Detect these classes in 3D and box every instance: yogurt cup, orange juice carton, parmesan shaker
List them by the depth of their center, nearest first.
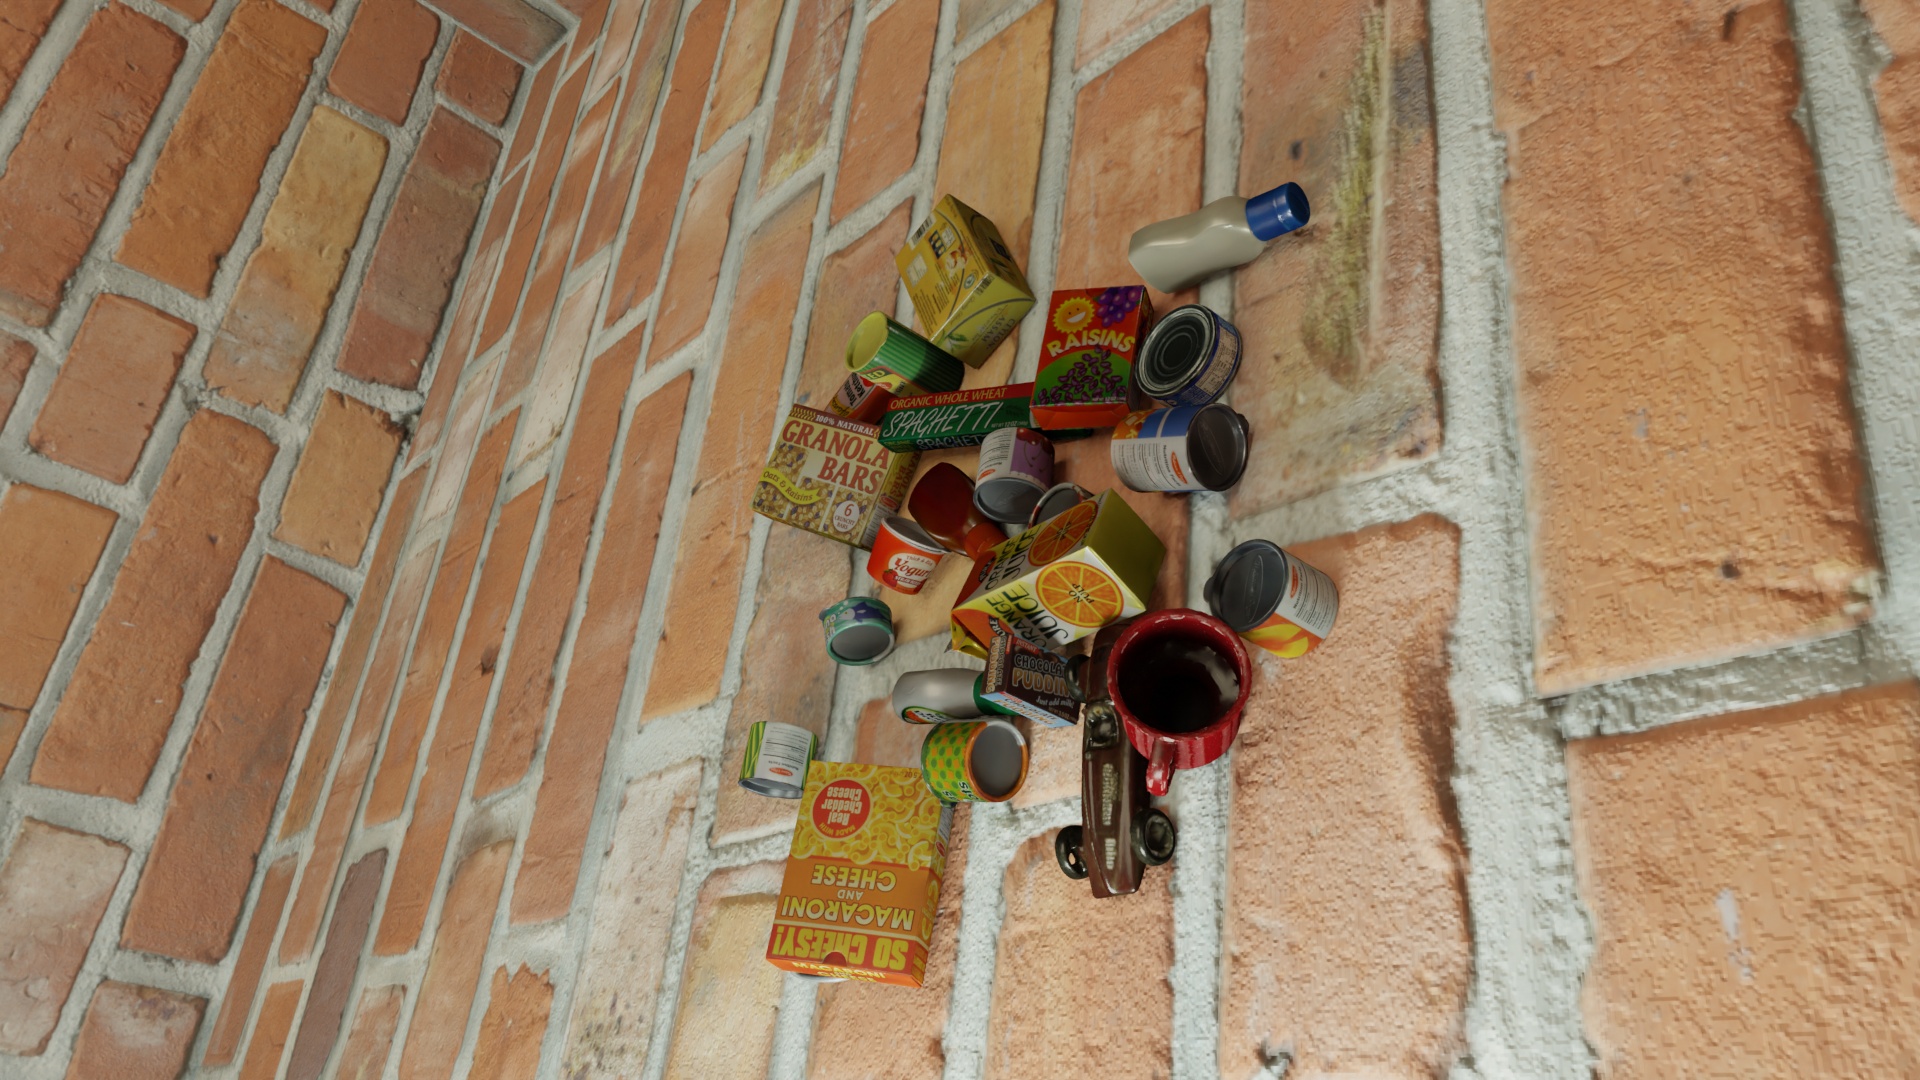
[{"bbox_3d":[0.063,0.038,1.101,0.192,0.073,0.072,-27,25,40],"label":"orange juice carton"},{"bbox_3d":[-0.053,0.015,1.296,0.053,0.072,0.072,-64,33,14],"label":"yogurt cup"},{"bbox_3d":[-0.054,-0.177,1.391,0.071,0.103,0.071,-32,45,38],"label":"parmesan shaker"}]

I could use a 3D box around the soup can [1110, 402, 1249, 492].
[{"bbox_3d":[0.168,-0.071,1.062,0.083,0.071,0.071,1,69,54],"label":"soup can"}]

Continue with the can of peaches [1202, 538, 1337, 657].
[{"bbox_3d":[0.209,0.040,0.938,0.071,0.058,0.071,-31,46,39],"label":"can of peaches"}]

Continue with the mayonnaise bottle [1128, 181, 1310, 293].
[{"bbox_3d":[0.211,-0.248,1.129,0.147,0.064,0.041,-15,52,43],"label":"mayonnaise bottle"}]

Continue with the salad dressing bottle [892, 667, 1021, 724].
[{"bbox_3d":[0.002,0.127,1.143,0.147,0.064,0.044,-13,62,52],"label":"salad dressing bottle"}]

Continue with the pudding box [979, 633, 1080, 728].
[{"bbox_3d":[0.056,0.108,1.071,0.030,0.083,0.050,-14,57,45],"label":"pudding box"}]

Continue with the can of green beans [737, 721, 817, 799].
[{"bbox_3d":[-0.173,0.209,1.321,0.071,0.071,0.058,-18,54,46],"label":"can of green beans"}]

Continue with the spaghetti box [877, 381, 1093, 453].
[{"bbox_3d":[0.021,-0.114,1.284,0.250,0.028,0.050,-1,66,43],"label":"spaghetti box"}]

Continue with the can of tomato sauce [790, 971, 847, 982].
[{"bbox_3d":[-0.109,0.318,1.164,0.071,0.071,0.083,-36,43,34],"label":"can of tomato sauce"}]

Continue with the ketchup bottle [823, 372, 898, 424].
[{"bbox_3d":[-0.121,-0.135,1.504,0.148,0.043,0.065,-47,43,23],"label":"ketchup bottle"}]

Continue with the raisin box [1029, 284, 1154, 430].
[{"bbox_3d":[0.112,-0.156,1.179,0.086,0.040,0.124,0,60,24],"label":"raisin box"}]

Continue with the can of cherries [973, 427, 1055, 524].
[{"bbox_3d":[0.049,-0.055,1.206,0.071,0.071,0.059,-28,41,41],"label":"can of cherries"}]

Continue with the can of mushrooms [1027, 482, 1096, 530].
[{"bbox_3d":[0.089,-0.011,1.152,0.071,0.033,0.071,-31,45,37],"label":"can of mushrooms"}]

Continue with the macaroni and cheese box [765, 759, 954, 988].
[{"bbox_3d":[-0.078,0.265,1.119,0.124,0.040,0.167,1,60,18],"label":"macaroni and cheese box"}]

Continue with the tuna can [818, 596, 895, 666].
[{"bbox_3d":[-0.097,0.085,1.300,0.071,0.071,0.033,-42,41,28],"label":"tuna can"}]

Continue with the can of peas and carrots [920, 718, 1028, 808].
[{"bbox_3d":[0.011,0.177,1.100,0.058,0.071,0.071,-12,59,49],"label":"can of peas and carrots"}]

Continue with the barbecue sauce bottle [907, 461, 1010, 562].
[{"bbox_3d":[0.004,-0.016,1.258,0.065,0.043,0.149,-53,36,7],"label":"barbecue sauce bottle"}]

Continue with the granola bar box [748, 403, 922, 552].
[{"bbox_3d":[-0.130,-0.066,1.430,0.165,0.039,0.124,17,81,37],"label":"granola bar box"}]
